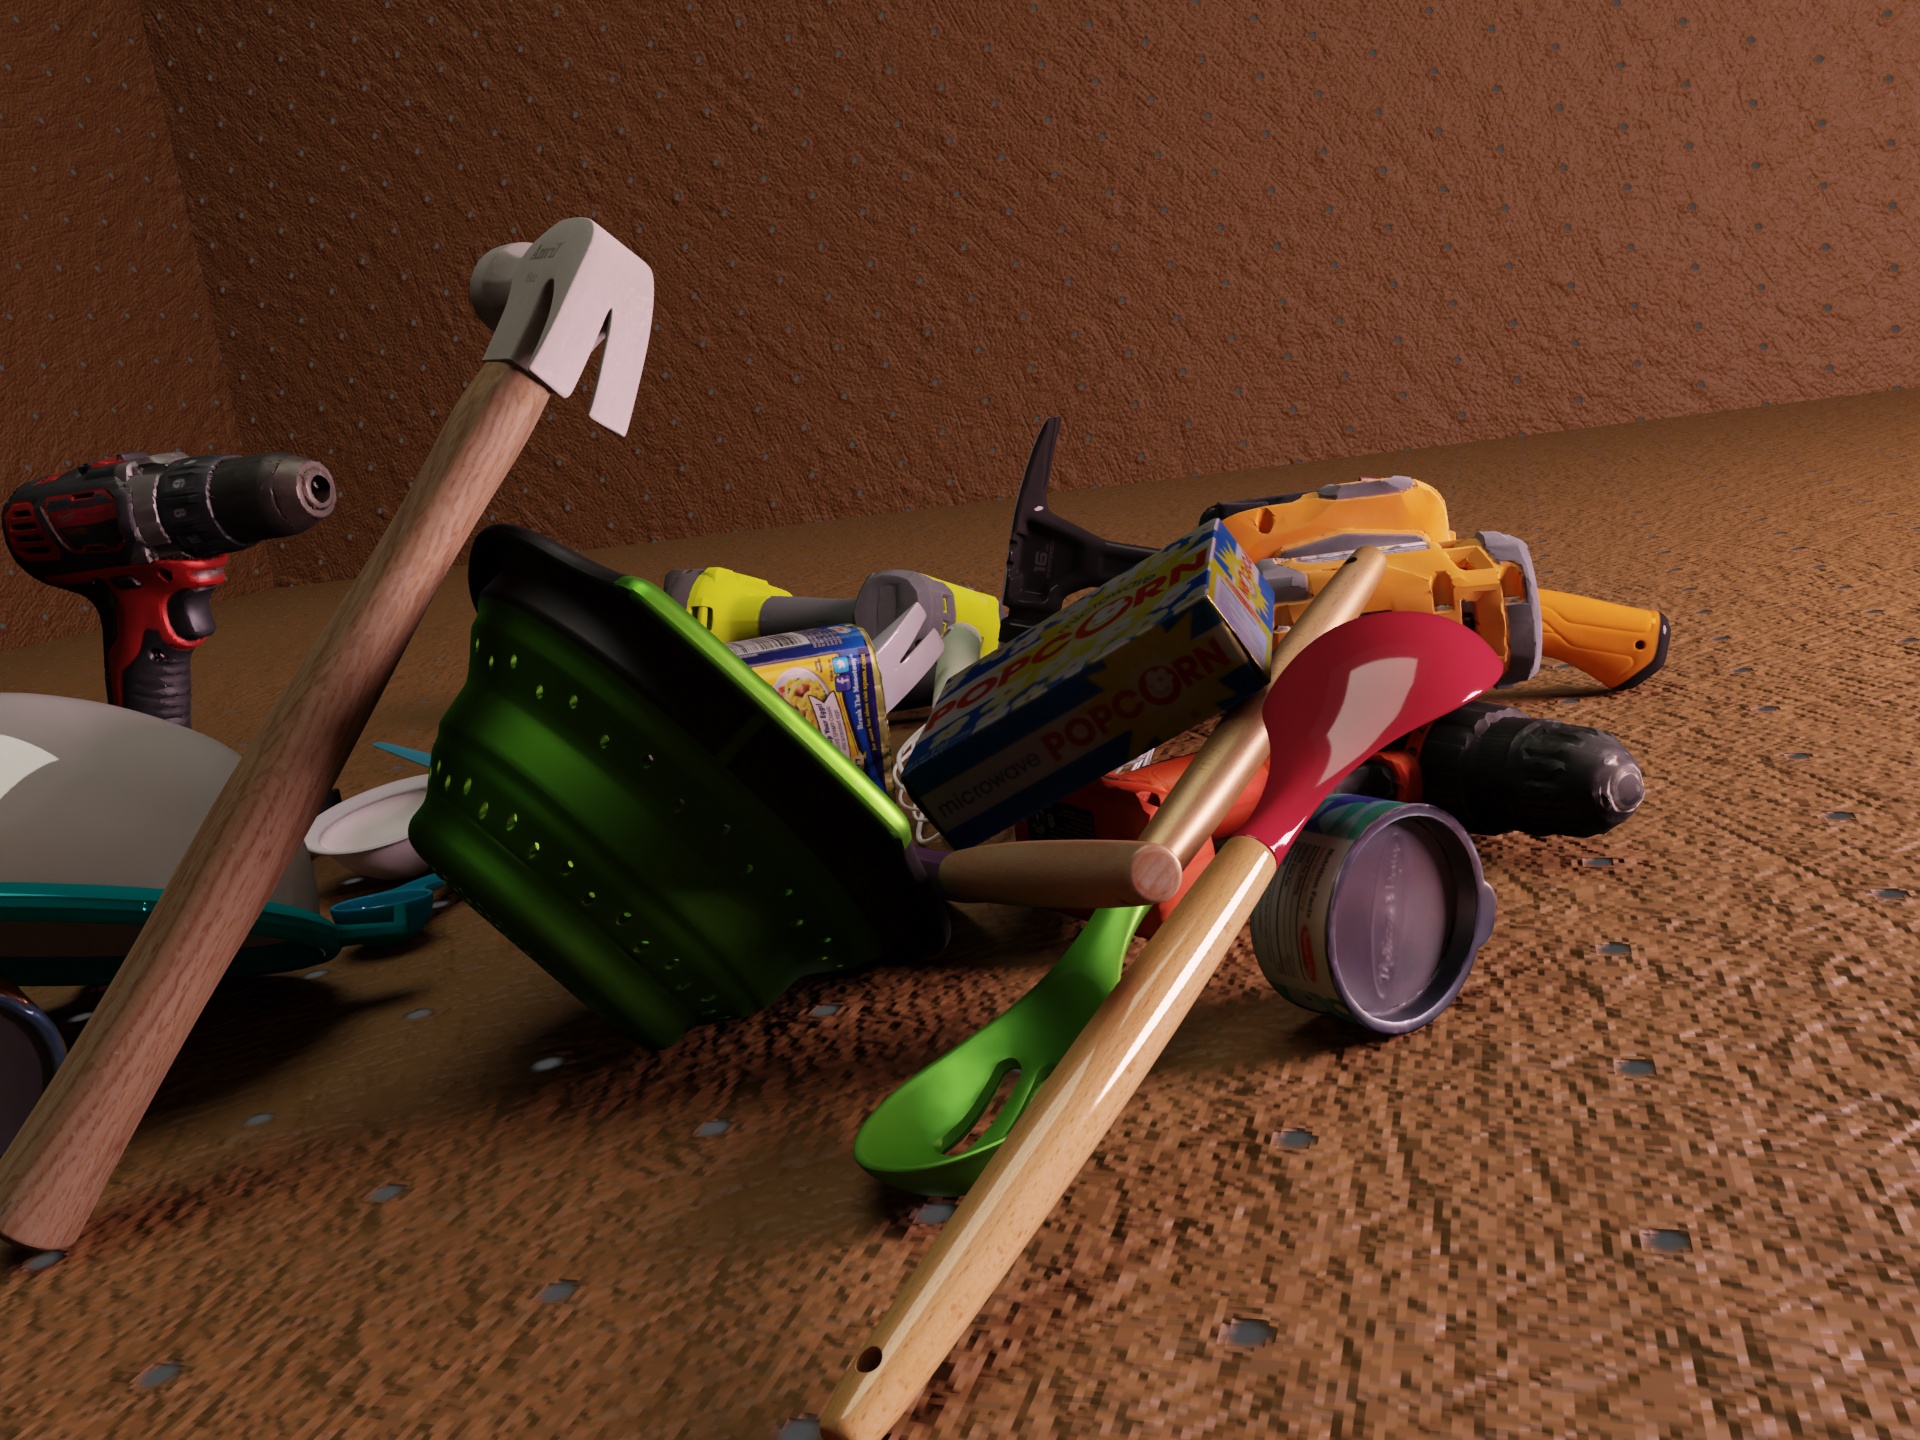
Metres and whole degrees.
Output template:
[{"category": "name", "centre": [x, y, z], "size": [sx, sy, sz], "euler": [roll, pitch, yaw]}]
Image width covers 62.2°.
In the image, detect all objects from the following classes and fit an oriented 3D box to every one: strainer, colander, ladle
[{"category": "strainer", "centre": [-0.220, 0.025, 0.803], "size": [0.258, 0.050, 0.087], "euler": [-26, 24, -14]}, {"category": "colander", "centre": [-0.134, 0.050, 0.598], "size": [0.094, 0.204, 0.397], "euler": [-49, 9, -17]}, {"category": "strainer", "centre": [-0.367, 0.028, 0.530], "size": [0.211, 0.095, 0.340], "euler": [-10, -17, 26]}, {"category": "ladle", "centre": [0.062, 0.051, 0.404], "size": [0.069, 0.031, 0.315], "euler": [-1, 33, 41]}]

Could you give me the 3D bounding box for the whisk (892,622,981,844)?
[{"category": "whisk", "centre": [-0.001, -0.003, 0.801], "size": [0.059, 0.057, 0.246], "euler": [27, 20, -9]}]

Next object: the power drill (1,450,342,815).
[{"category": "power drill", "centre": [-0.400, -0.033, 0.850], "size": [0.188, 0.226, 0.080], "euler": [-5, 12, 18]}]

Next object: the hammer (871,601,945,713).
[{"category": "hammer", "centre": [-0.162, -0.040, 0.948], "size": [0.143, 0.038, 0.387], "euler": [-42, 31, -18]}]

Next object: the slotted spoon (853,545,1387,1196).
[{"category": "slotted spoon", "centre": [0.071, 0.030, 0.484], "size": [0.070, 0.031, 0.314], "euler": [-14, 26, 45]}]

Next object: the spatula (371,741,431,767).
[{"category": "spatula", "centre": [-0.201, 0.005, 0.981], "size": [0.082, 0.044, 0.317], "euler": [14, 22, 36]}]

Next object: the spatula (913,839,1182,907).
[{"category": "spatula", "centre": [0.004, 0.046, 0.485], "size": [0.059, 0.018, 0.316], "euler": [27, -10, -10]}]

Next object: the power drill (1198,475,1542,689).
[{"category": "power drill", "centre": [0.141, -0.051, 0.698], "size": [0.185, 0.084, 0.226], "euler": [-7, 12, 11]}]

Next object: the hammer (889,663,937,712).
[{"category": "hammer", "centre": [0.005, -0.025, 0.967], "size": [0.331, 0.033, 0.128], "euler": [-8, -3, 15]}]

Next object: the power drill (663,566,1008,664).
[{"category": "power drill", "centre": [-0.082, -0.063, 1.109], "size": [0.223, 0.080, 0.171], "euler": [1, -3, 27]}]

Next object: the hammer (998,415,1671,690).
[{"category": "hammer", "centre": [0.190, -0.073, 0.825], "size": [0.337, 0.127, 0.034], "euler": [10, 11, 12]}]

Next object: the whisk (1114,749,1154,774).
[{"category": "whisk", "centre": [0.086, 0.002, 0.775], "size": [0.070, 0.070, 0.284], "euler": [-3, 8, 25]}]

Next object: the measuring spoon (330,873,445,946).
[{"category": "measuring spoon", "centre": [-0.241, 0.083, 0.723], "size": [0.042, 0.021, 0.128], "euler": [-6, 3, 8]}]

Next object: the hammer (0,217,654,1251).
[{"category": "hammer", "centre": [-0.185, -0.002, 0.463], "size": [0.031, 0.331, 0.130], "euler": [32, -8, -33]}]
